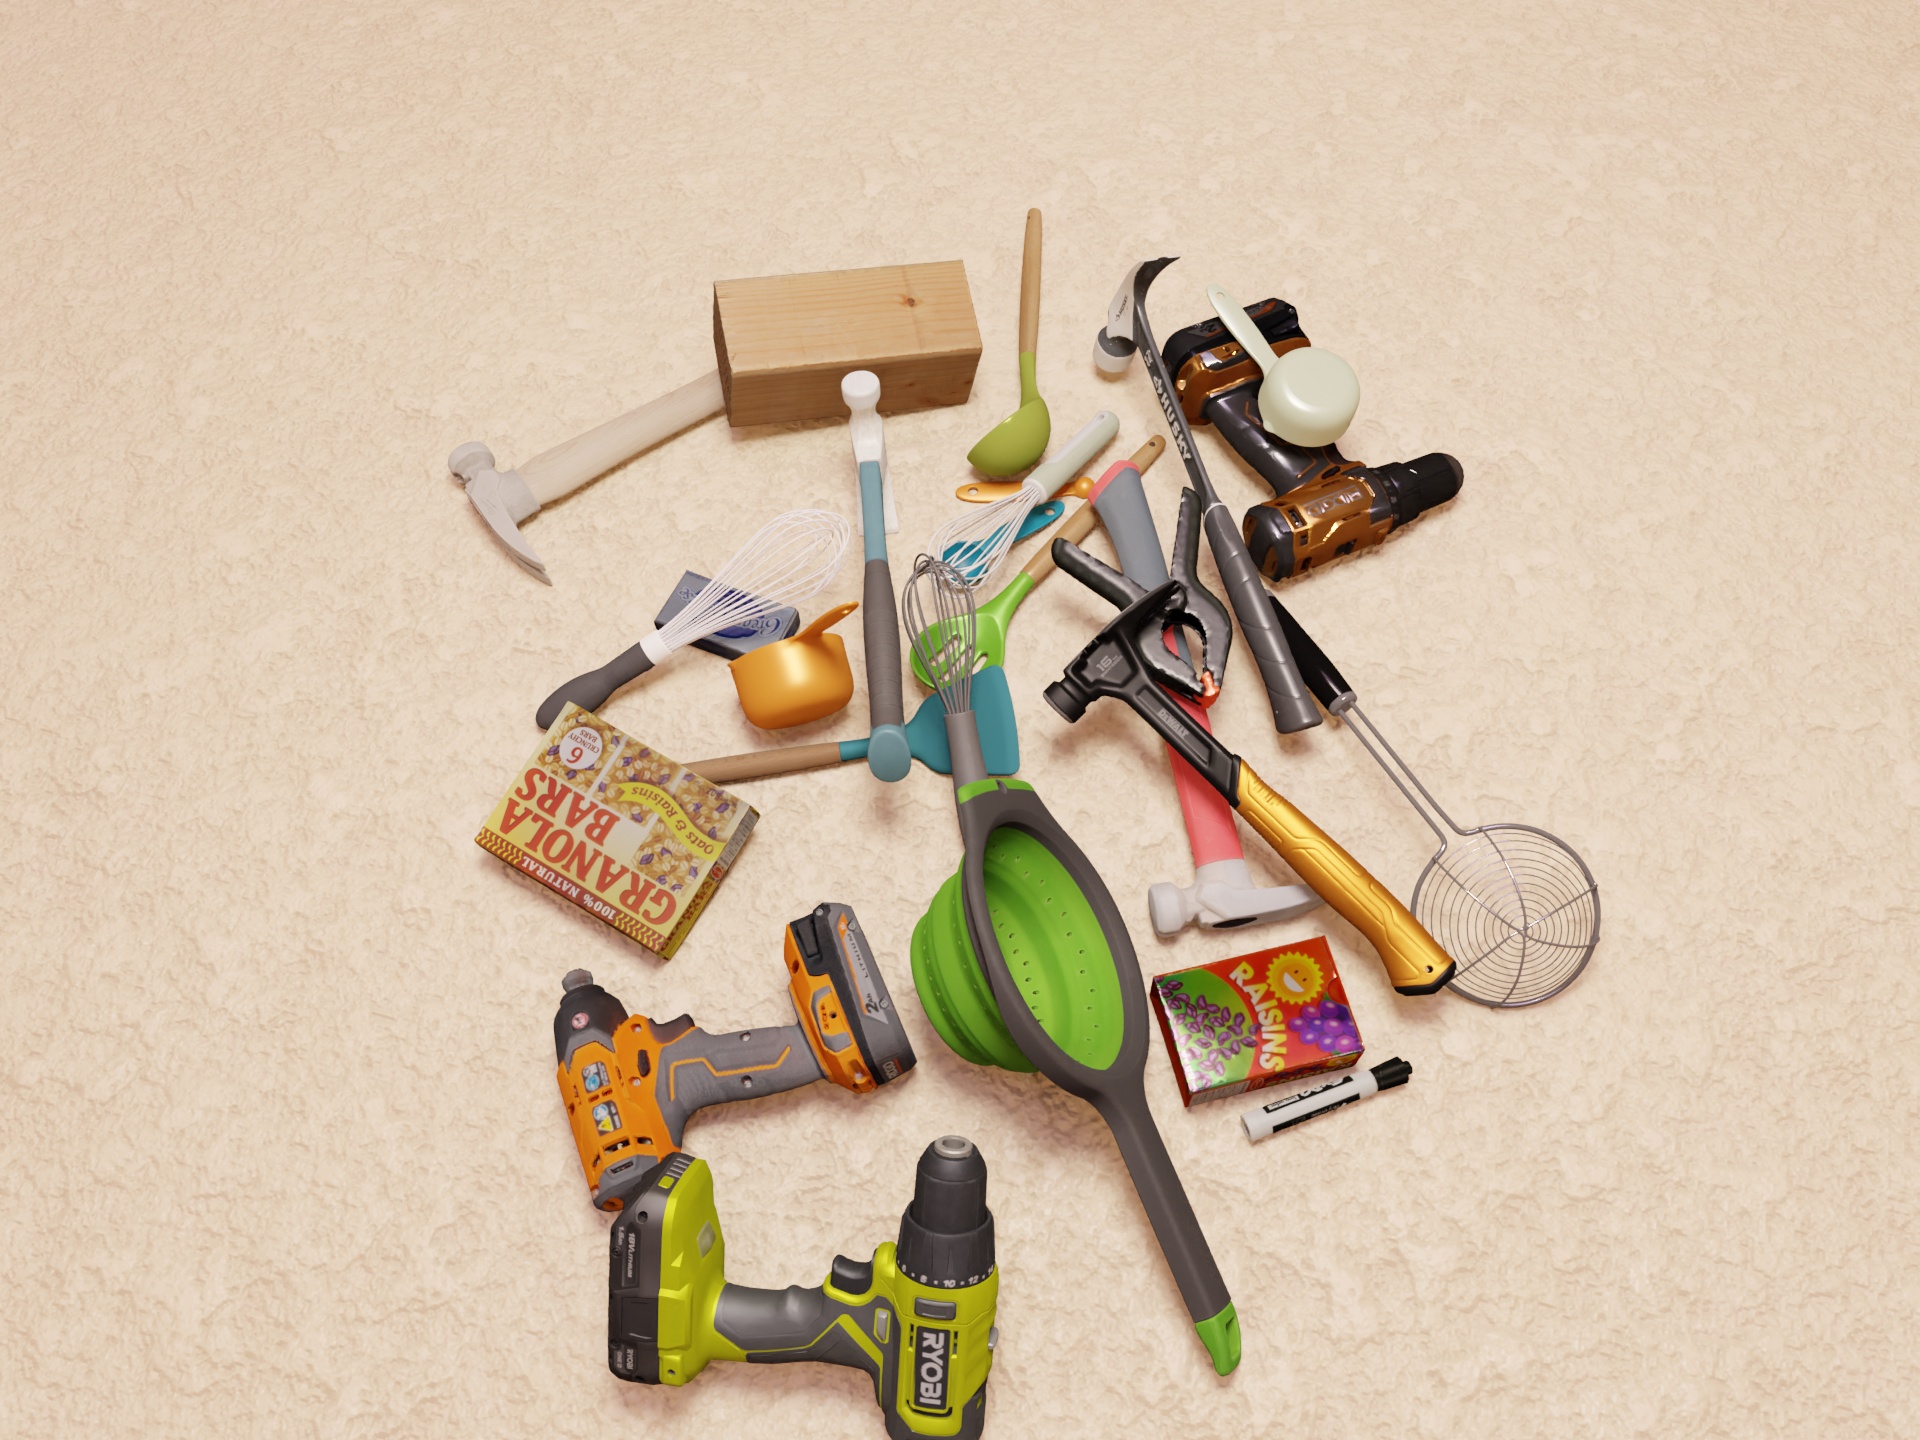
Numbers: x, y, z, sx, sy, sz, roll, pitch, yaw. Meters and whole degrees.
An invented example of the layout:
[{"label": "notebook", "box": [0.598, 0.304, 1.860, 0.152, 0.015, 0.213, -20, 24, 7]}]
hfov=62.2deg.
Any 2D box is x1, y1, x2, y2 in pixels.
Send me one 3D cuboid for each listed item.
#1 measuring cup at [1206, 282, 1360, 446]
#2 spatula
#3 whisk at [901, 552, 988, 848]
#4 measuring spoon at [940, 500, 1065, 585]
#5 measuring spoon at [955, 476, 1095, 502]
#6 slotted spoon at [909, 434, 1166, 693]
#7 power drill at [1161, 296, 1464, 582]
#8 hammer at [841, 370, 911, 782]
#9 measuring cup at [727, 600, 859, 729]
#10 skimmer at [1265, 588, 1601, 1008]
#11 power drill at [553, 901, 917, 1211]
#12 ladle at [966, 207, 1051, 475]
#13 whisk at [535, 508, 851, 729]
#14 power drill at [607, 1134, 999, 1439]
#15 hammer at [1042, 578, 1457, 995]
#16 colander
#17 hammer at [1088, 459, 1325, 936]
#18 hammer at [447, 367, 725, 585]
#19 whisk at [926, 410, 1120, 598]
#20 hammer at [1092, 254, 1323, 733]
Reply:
[{"label": "measuring cup", "box": [0.249, -0.291, 1.253, 0.083, 0.038, 0.168, -31, 75, -17]}, {"label": "spatula", "box": [-0.116, 0.025, 1.185, 0.317, 0.044, 0.082, -9, 86, -1]}, {"label": "whisk", "box": [-0.003, -0.003, 1.147, 0.055, 0.055, 0.239, -10, 92, -3]}, {"label": "measuring spoon", "box": [0.035, -0.143, 1.291, 0.128, 0.021, 0.042, -32, 62, -24]}, {"label": "measuring spoon", "box": [0.054, -0.192, 1.315, 0.117, 0.011, 0.021, -2, 61, 1]}, {"label": "slotted spoon", "box": [0.071, -0.128, 1.272, 0.070, 0.031, 0.314, 35, 66, 18]}, {"label": "power drill", "box": [0.284, -0.234, 1.294, 0.185, 0.084, 0.226, -21, 66, -12]}, {"label": "hammer", "box": [-0.062, -0.103, 1.191, 0.033, 0.128, 0.331, -6, 55, 0]}, {"label": "measuring cup", "box": [-0.105, -0.037, 1.152, 0.095, 0.173, 0.052, -11, 81, -29]}, {"label": "skimmer", "box": [0.319, 0.043, 1.164, 0.127, 0.090, 0.364, -35, 53, 7]}, {"label": "power drill", "box": [-0.161, 0.208, 1.068, 0.226, 0.084, 0.164, -23, 63, -6]}, {"label": "ladle", "box": [0.049, -0.338, 1.372, 0.062, 0.078, 0.320, 22, 53, -26]}, {"label": "whisk", "box": [-0.204, -0.072, 1.210, 0.284, 0.070, 0.070, -33, 64, 4]}, {"label": "power drill", "box": [-0.089, 0.331, 0.954, 0.228, 0.080, 0.190, 5, 102, 9]}, {"label": "hammer", "box": [0.214, 0.054, 1.101, 0.127, 0.034, 0.337, -45, 75, 4]}, {"label": "colander", "box": [0.064, 0.235, 1.034, 0.094, 0.204, 0.397, -29, 77, 25]}, {"label": "hammer", "box": [0.176, -0.032, 1.197, 0.143, 0.038, 0.387, -9, 64, -4]}, {"label": "hammer", "box": [-0.220, -0.266, 1.354, 0.410, 0.038, 0.146, -32, 66, -15]}, {"label": "whisk", "box": [0.054, -0.179, 1.272, 0.058, 0.059, 0.246, -1, 37, 50]}, {"label": "hammer", "box": [0.194, -0.174, 1.228, 0.036, 0.149, 0.409, -12, 68, -14]}]
